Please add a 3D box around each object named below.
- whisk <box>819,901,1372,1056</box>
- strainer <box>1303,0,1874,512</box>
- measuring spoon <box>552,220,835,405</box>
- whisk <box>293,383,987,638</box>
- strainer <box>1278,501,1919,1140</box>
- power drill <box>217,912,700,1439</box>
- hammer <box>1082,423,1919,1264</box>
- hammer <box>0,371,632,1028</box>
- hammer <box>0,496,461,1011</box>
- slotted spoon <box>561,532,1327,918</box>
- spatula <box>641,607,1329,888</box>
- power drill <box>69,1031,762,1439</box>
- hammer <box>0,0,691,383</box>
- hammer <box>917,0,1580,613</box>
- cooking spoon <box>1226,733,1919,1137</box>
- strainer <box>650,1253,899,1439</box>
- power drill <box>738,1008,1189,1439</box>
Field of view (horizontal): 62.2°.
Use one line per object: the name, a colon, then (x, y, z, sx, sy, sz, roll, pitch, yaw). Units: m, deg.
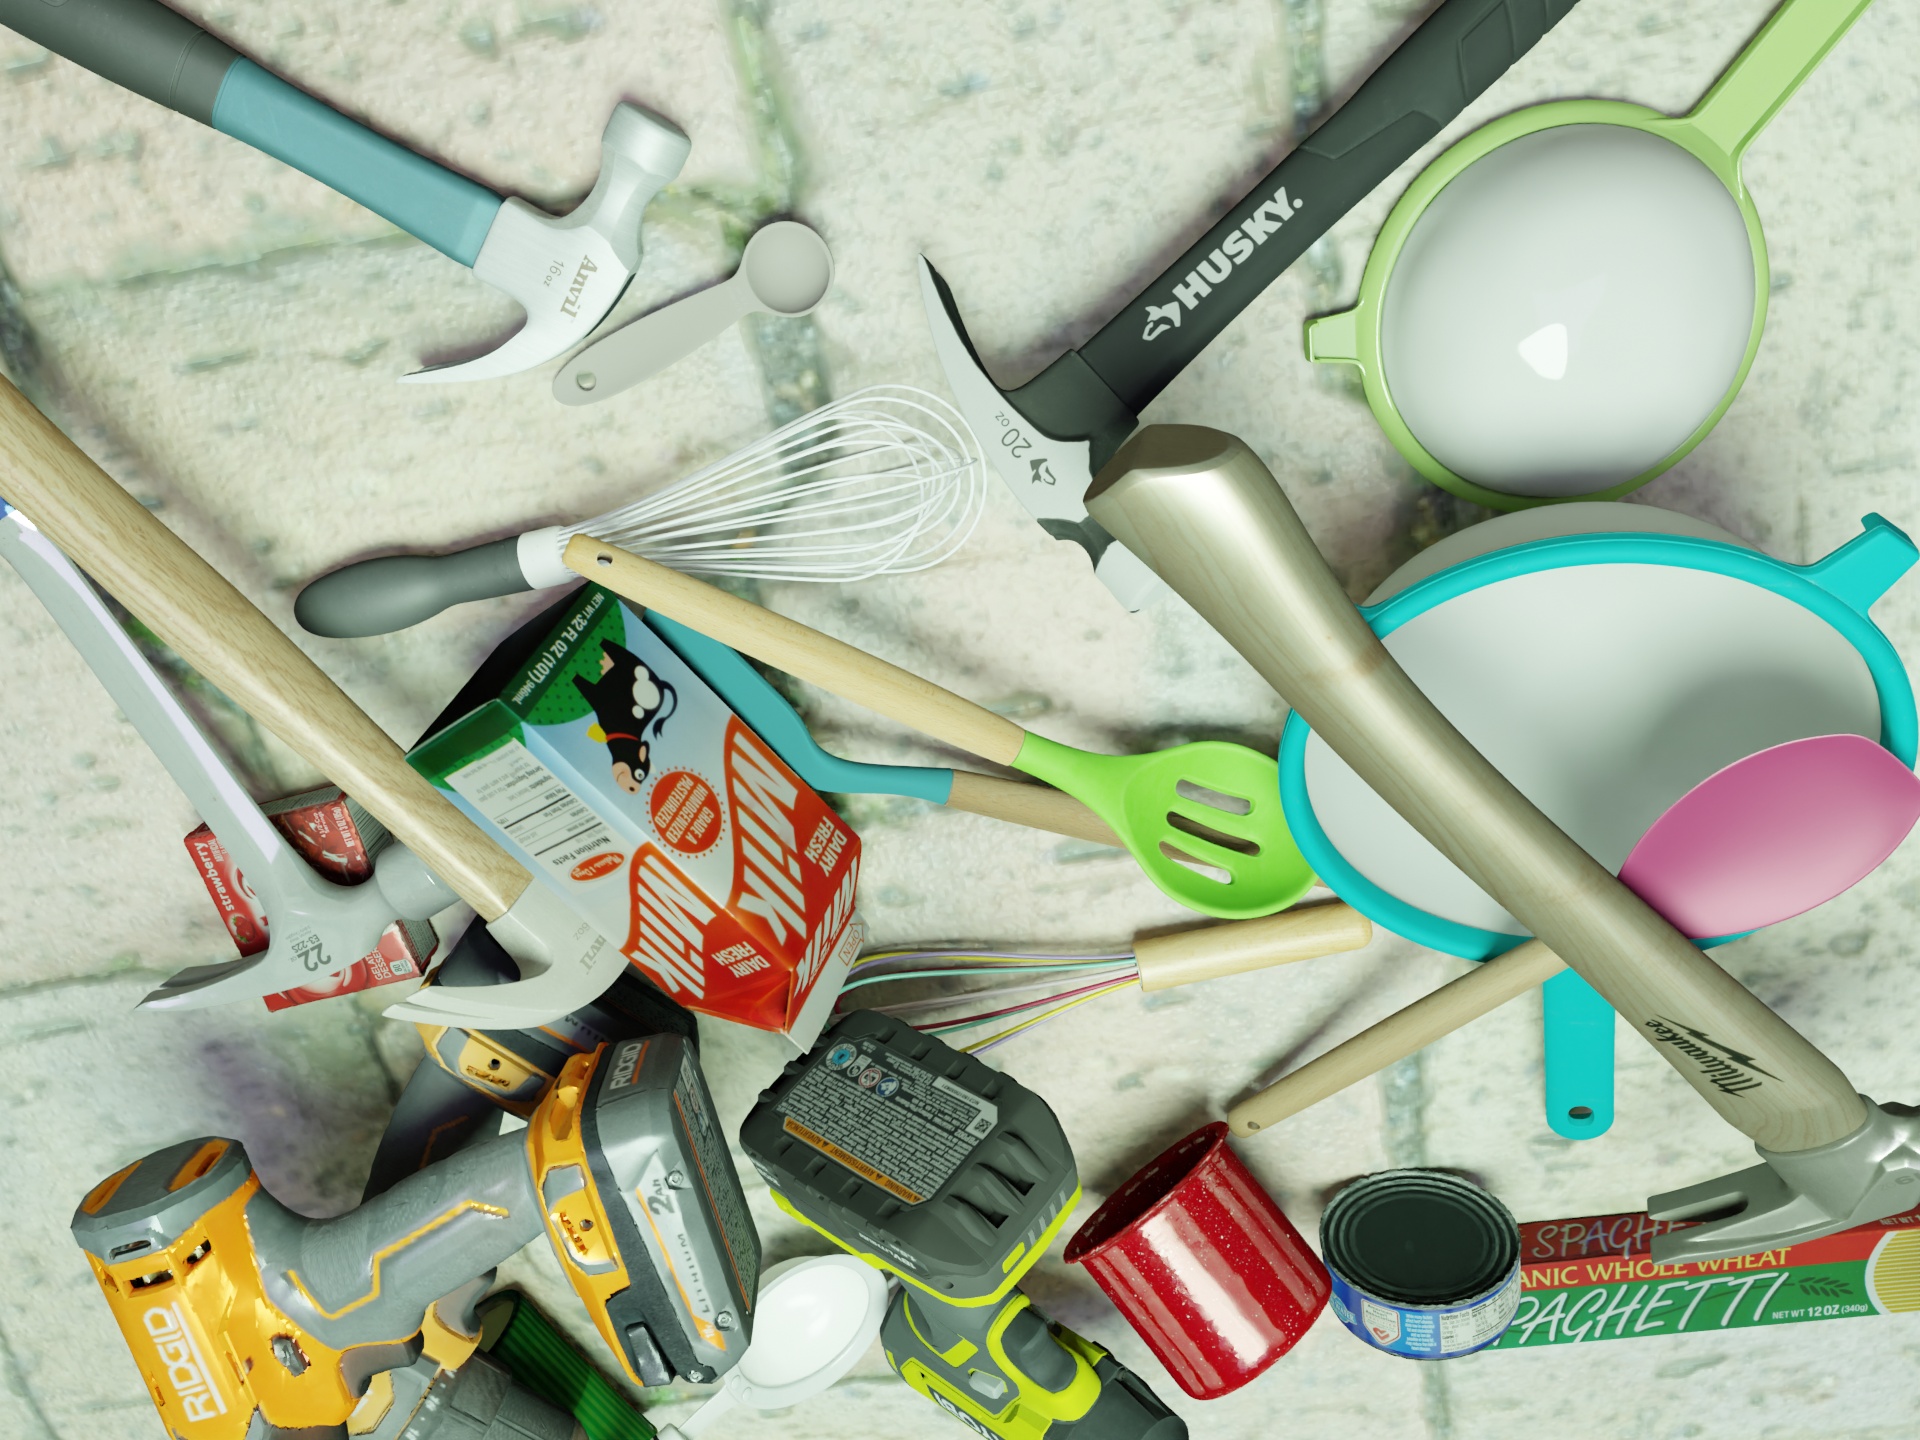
whisk: (0.054, 0.106, 0.683, 0.245, 0.047, 0.051, -11, 123, 1)
strainer: (0.253, -0.180, 0.549, 0.151, 0.069, 0.256, 34, 110, -11)
measuring spoon: (-0.102, -0.151, 0.601, 0.124, 0.018, 0.034, -23, 109, 17)
whisk: (-0.129, -0.071, 0.610, 0.284, 0.070, 0.070, -11, 111, 11)
strainer: (0.242, 0.039, 0.633, 0.211, 0.095, 0.340, -5, 133, 17)
power drill: (-0.197, 0.216, 0.678, 0.185, 0.084, 0.226, 35, 91, -11)
hammer: (0.191, 0.055, 0.554, 0.410, 0.038, 0.146, 41, 129, -16)
hammer: (-0.250, -0.010, 0.586, 0.031, 0.130, 0.331, -32, 110, 36)
hammer: (-0.361, -0.064, 0.606, 0.144, 0.035, 0.405, -30, 103, 10)
slotted spoon: (-0.001, -0.002, 0.605, 0.313, 0.031, 0.070, 24, 74, -13)
spatula: (0.021, 0.022, 0.648, 0.317, 0.044, 0.082, 14, 149, -12)
power drill: (-0.195, 0.219, 0.602, 0.226, 0.084, 0.164, -15, 104, 1)
hammer: (-0.270, -0.230, 0.561, 0.331, 0.033, 0.128, 27, 108, -9)
hammer: (0.133, -0.201, 0.545, 0.335, 0.035, 0.146, -43, 78, 9)
cooking spoon: (0.214, 0.097, 0.616, 0.068, 0.017, 0.318, 37, 130, -13)
strainer: (-0.125, 0.320, 0.720, 0.258, 0.050, 0.086, -40, 129, -21)
power drill: (0.013, 0.233, 0.648, 0.080, 0.171, 0.223, -44, 129, -28)
